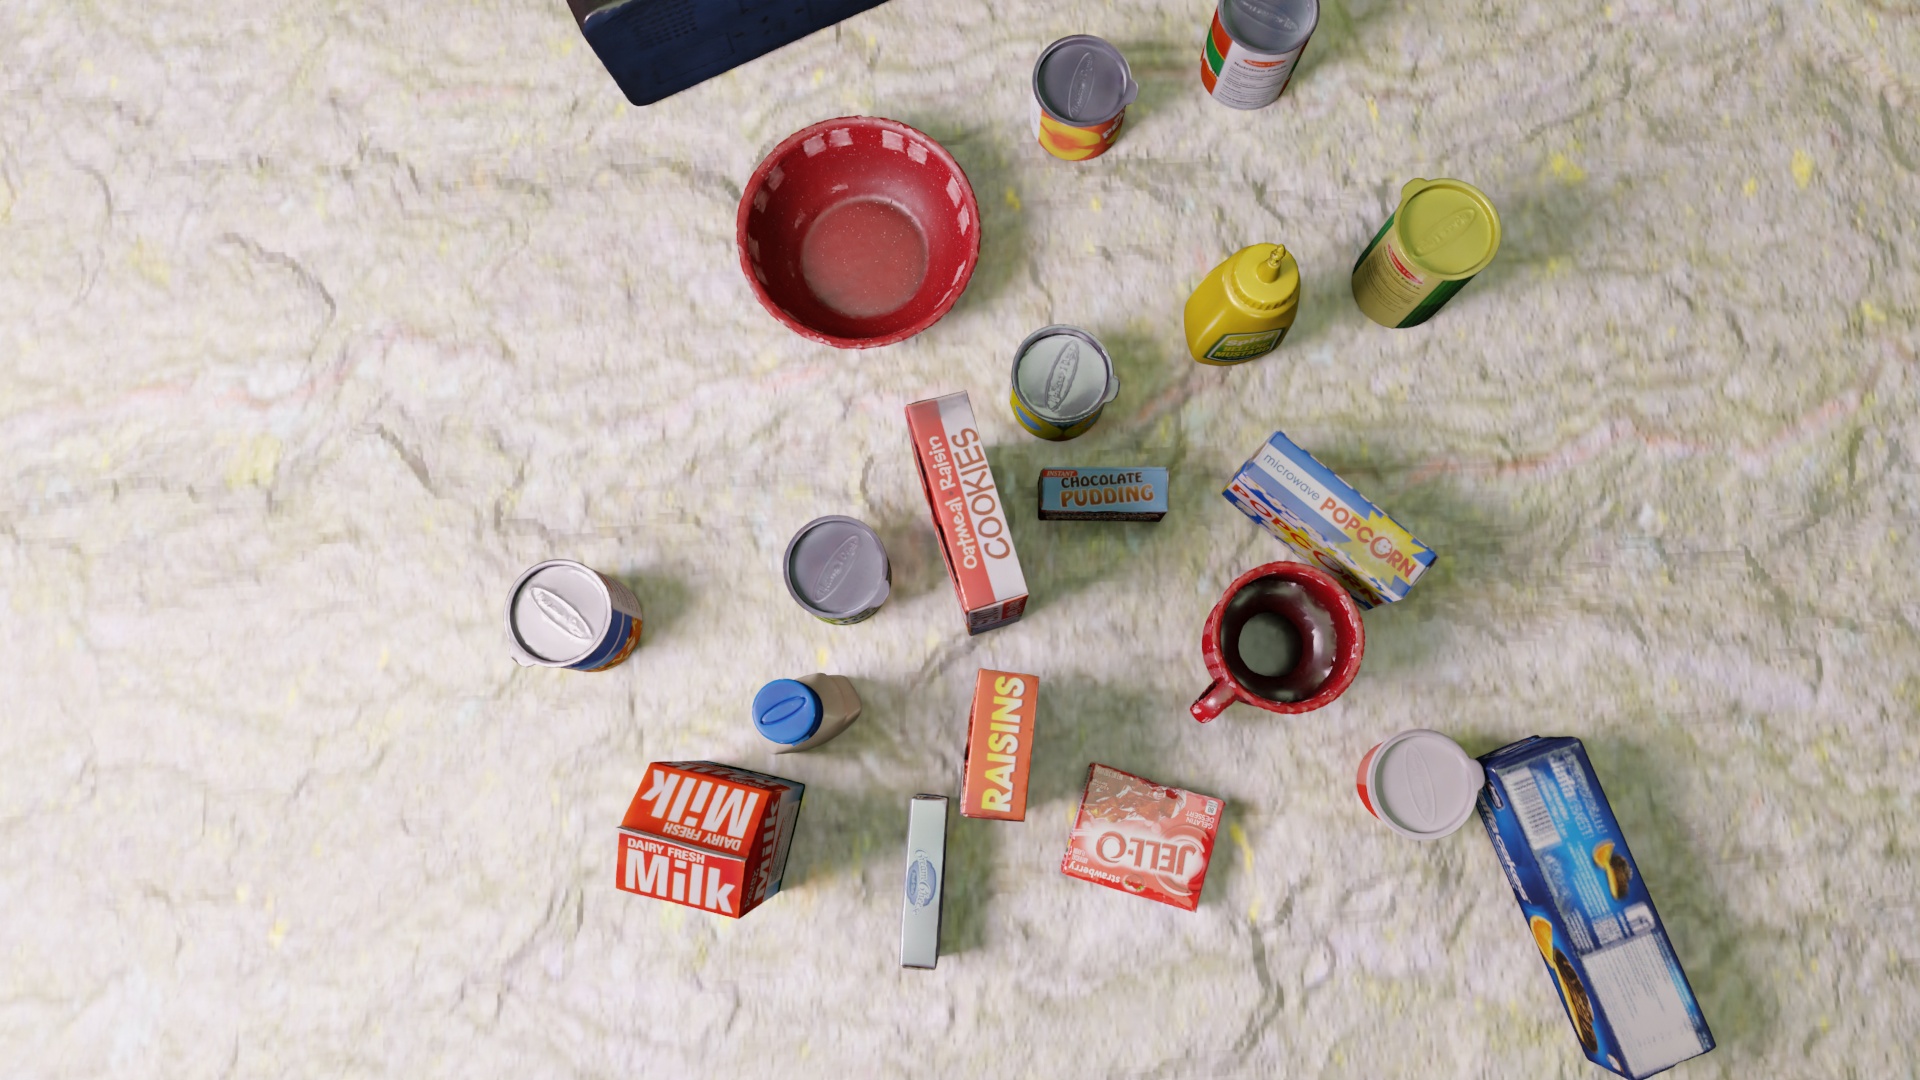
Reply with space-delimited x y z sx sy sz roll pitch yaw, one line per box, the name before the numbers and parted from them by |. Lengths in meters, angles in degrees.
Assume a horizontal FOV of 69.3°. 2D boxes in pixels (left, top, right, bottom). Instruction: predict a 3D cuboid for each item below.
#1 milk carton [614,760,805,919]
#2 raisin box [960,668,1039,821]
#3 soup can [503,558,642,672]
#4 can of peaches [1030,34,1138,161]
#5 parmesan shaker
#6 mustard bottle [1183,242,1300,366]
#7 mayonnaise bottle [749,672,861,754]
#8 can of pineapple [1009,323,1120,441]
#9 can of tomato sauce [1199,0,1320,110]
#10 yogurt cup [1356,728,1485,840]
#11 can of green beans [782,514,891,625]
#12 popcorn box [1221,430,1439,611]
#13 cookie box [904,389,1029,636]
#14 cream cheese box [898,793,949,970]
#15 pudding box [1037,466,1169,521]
milk carton | -0.144 0.171 0.808 0.072 0.190 0.073 13 82 2
raisin box | 0.023 0.125 0.848 0.040 0.123 0.086 7 82 2
soup can | -0.246 0.052 0.882 0.071 0.083 0.071 0 81 0
can of peaches | 0.083 -0.300 0.949 0.071 0.058 0.071 0 81 0
parmesan shaker | 0.300 -0.187 0.907 0.071 0.103 0.071 0 81 0
mustard bottle | 0.181 -0.151 0.873 0.065 0.160 0.049 -8 82 -1
mayonnaise bottle | -0.097 0.104 0.840 0.065 0.148 0.041 -27 82 -3
can of pineapple | 0.067 -0.102 0.917 0.071 0.058 0.071 0 81 0
can of tomato sauce | 0.201 -0.342 0.942 0.071 0.083 0.071 0 81 0
yogurt cup | 0.284 0.153 0.877 0.072 0.054 0.072 0 81 0
can of green beans | -0.078 0.021 0.899 0.071 0.057 0.071 0 81 0
popcorn box | 0.232 -0.011 0.888 0.127 0.085 0.038 40 84 6
cookie box | 0.003 -0.011 0.848 0.040 0.167 0.123 -17 82 -2
cream cheese box | -0.022 0.212 0.870 0.024 0.053 0.104 4 81 1
pudding box | 0.093 -0.030 0.910 0.084 0.049 0.030 1 81 1
